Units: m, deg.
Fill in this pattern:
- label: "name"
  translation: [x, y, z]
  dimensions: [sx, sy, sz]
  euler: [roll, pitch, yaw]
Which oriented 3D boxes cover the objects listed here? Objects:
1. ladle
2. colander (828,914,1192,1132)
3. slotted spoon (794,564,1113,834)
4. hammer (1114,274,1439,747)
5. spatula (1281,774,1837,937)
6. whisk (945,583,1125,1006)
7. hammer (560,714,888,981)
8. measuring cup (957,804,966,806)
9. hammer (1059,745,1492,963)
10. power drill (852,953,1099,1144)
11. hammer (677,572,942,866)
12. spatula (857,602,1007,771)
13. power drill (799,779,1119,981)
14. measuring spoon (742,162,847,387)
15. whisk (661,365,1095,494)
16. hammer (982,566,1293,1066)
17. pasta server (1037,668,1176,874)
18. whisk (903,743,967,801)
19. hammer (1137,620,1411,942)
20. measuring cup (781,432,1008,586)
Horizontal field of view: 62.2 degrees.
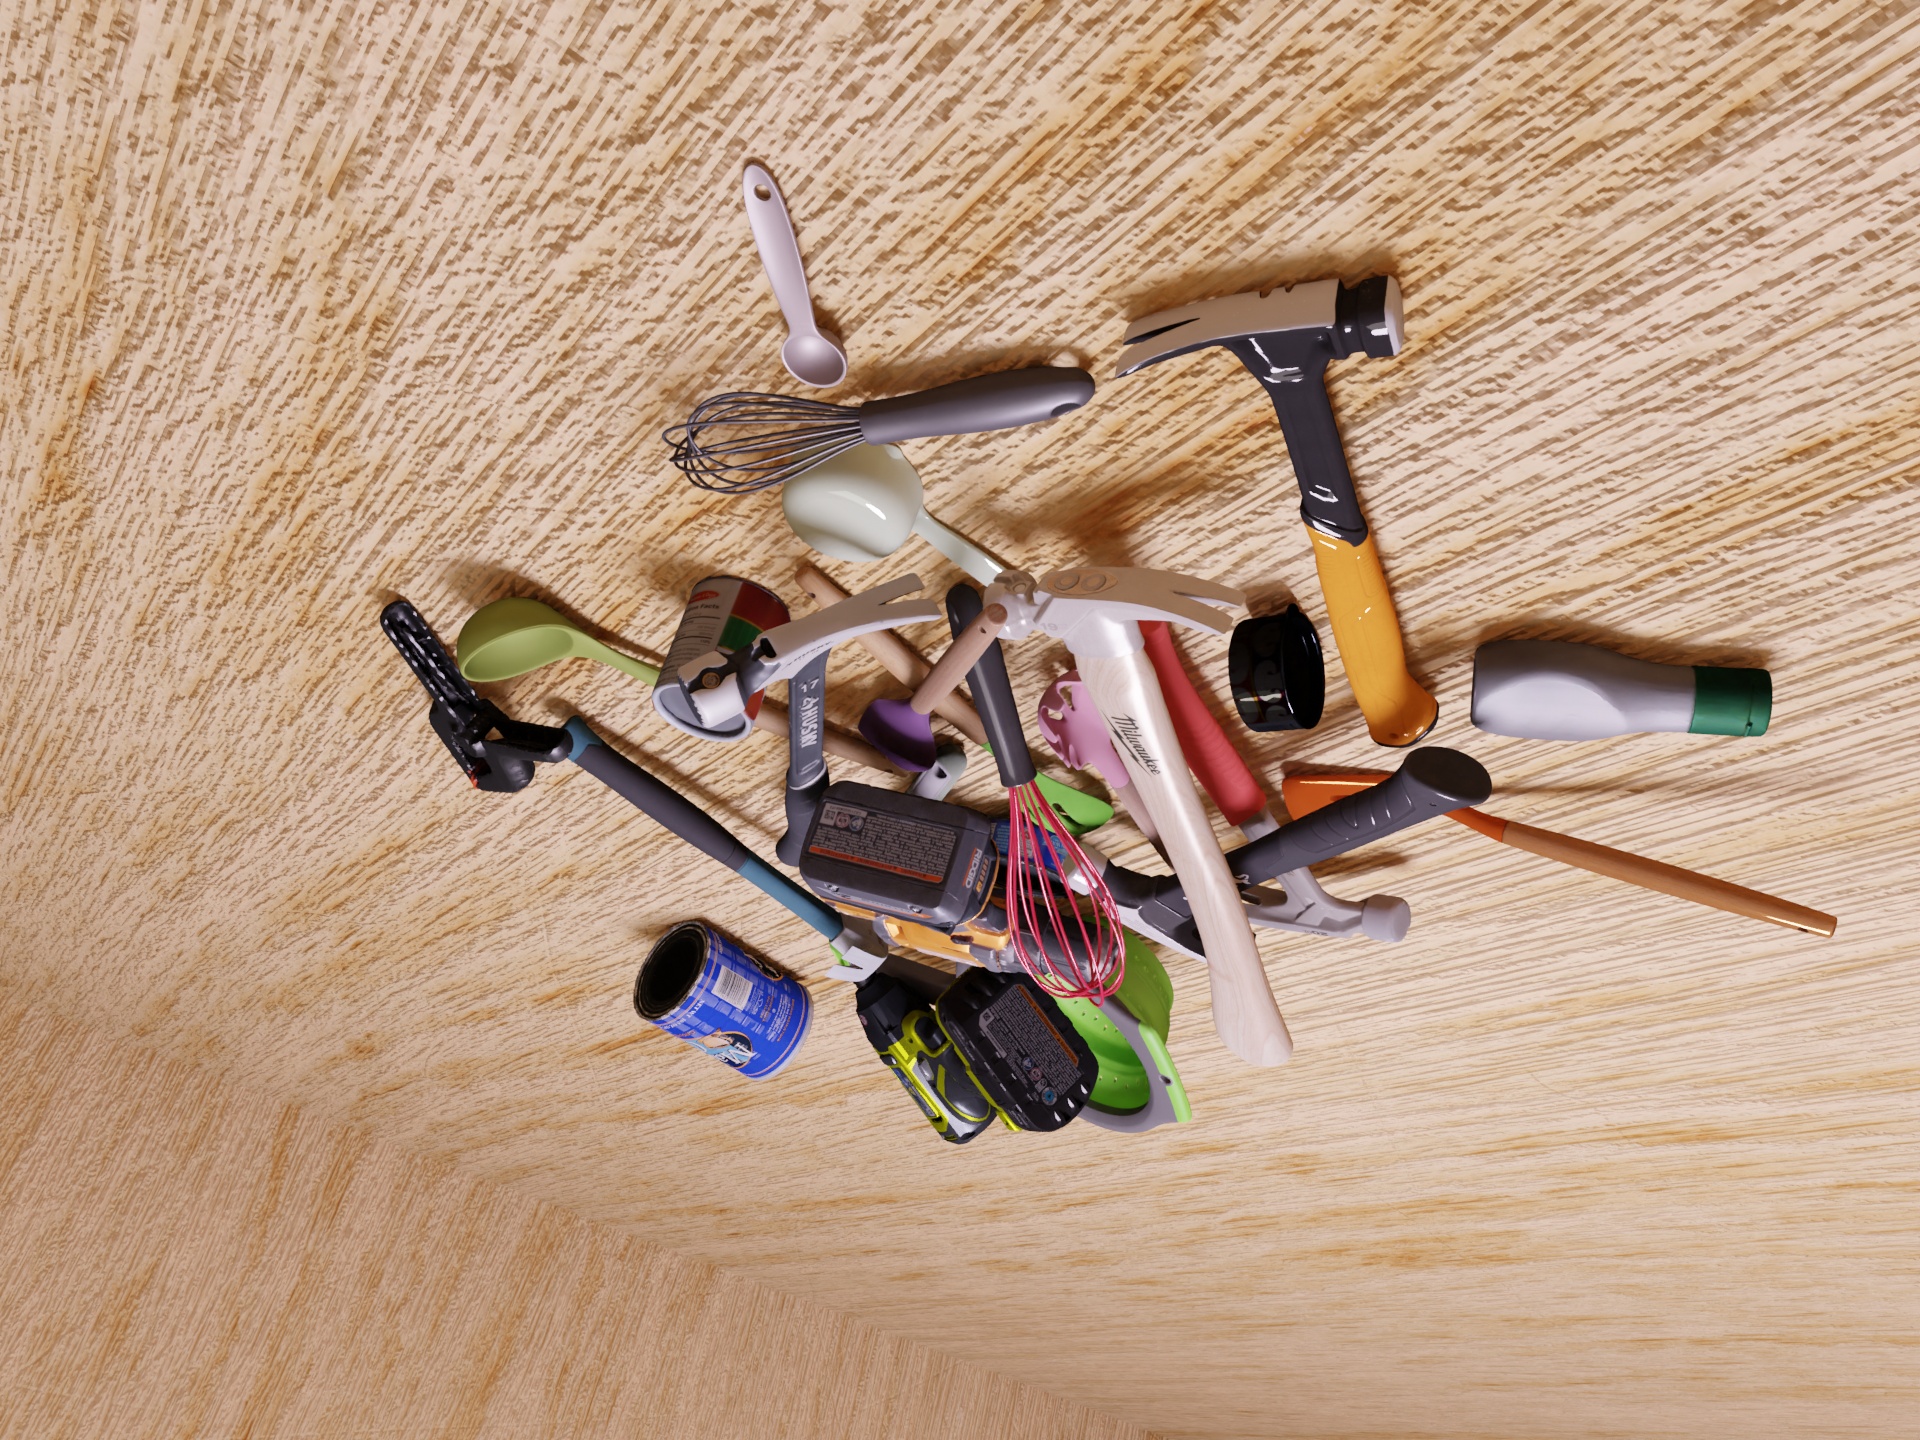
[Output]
- label: "ladle"
  translation: [-0.184, -0.009, 1.092]
  dimensions: [0.320, 0.062, 0.078]
  euler: [21, 151, -14]
- label: "colander"
  translation: [0.045, 0.214, 1.331]
  dimensions: [0.397, 0.094, 0.204]
  euler: [10, 134, 44]
- label: "slotted spoon"
  translation: [-0.002, -0.003, 1.049]
  dimensions: [0.070, 0.031, 0.313]
  euler: [-7, 142, 44]
- label: "hammer"
  translation: [0.189, -0.087, 0.820]
  dimensions: [0.127, 0.034, 0.336]
  euler: [-3, 145, 26]
- label: "spatula"
  translation: [0.353, 0.083, 0.970]
  dimensions: [0.323, 0.041, 0.080]
  euler: [17, 155, 35]
- label: "whisk"
  translation: [0.041, 0.053, 0.986]
  dimensions: [0.073, 0.073, 0.295]
  euler: [-6, 113, 31]
- label: "hammer"
  translation: [-0.183, 0.101, 1.246]
  dimensions: [0.330, 0.128, 0.033]
  euler: [39, 100, -24]
- label: "measuring cup"
  translation: [-0.013, 0.104, 1.237]
  dimensions: [0.062, 0.029, 0.156]
  euler: [10, 139, -7]
- label: "hammer"
  translation: [0.202, 0.085, 0.990]
  dimensions: [0.146, 0.035, 0.334]
  euler: [31, 150, -14]
- label: "power drill"
  translation: [-0.001, 0.259, 1.274]
  dimensions: [0.171, 0.080, 0.223]
  euler: [54, 151, -5]
- label: "hammer"
  translation: [-0.096, 0.023, 1.028]
  dimensions: [0.149, 0.036, 0.408]
  euler: [-27, 164, -14]
- label: "spatula"
  translation: [-0.017, -0.015, 0.974]
  dimensions: [0.060, 0.018, 0.316]
  euler: [41, 160, 0]
- label: "power drill"
  translation: [0.005, 0.124, 1.099]
  dimensions: [0.185, 0.084, 0.226]
  euler: [12, 162, 21]
- label: "measuring spoon"
  translation: [-0.079, -0.213, 0.758]
  dimensions: [0.034, 0.018, 0.124]
  euler: [6, 141, 19]
- label: "whisk"
  translation: [-0.046, -0.153, 0.808]
  dimensions: [0.239, 0.055, 0.055]
  euler: [-5, 144, 22]
- label: "hammer"
  translation: [0.146, 0.076, 0.951]
  dimensions: [0.146, 0.038, 0.410]
  euler: [6, 137, 36]
- label: "pasta server"
  translation: [0.123, 0.057, 1.079]
  dimensions: [0.040, 0.060, 0.315]
  euler: [36, 170, 41]
- label: "whisk"
  translation: [-0.048, 0.082, 1.190]
  dimensions: [0.058, 0.059, 0.246]
  euler: [44, 144, 5]
- label: "hammer"
  translation: [0.163, 0.037, 1.019]
  dimensions: [0.149, 0.037, 0.358]
  euler: [5, 148, 41]
- label: "measuring cup"
  translation: [-0.026, -0.097, 0.892]
  dimensions: [0.167, 0.038, 0.083]
  euler: [32, 145, -23]
